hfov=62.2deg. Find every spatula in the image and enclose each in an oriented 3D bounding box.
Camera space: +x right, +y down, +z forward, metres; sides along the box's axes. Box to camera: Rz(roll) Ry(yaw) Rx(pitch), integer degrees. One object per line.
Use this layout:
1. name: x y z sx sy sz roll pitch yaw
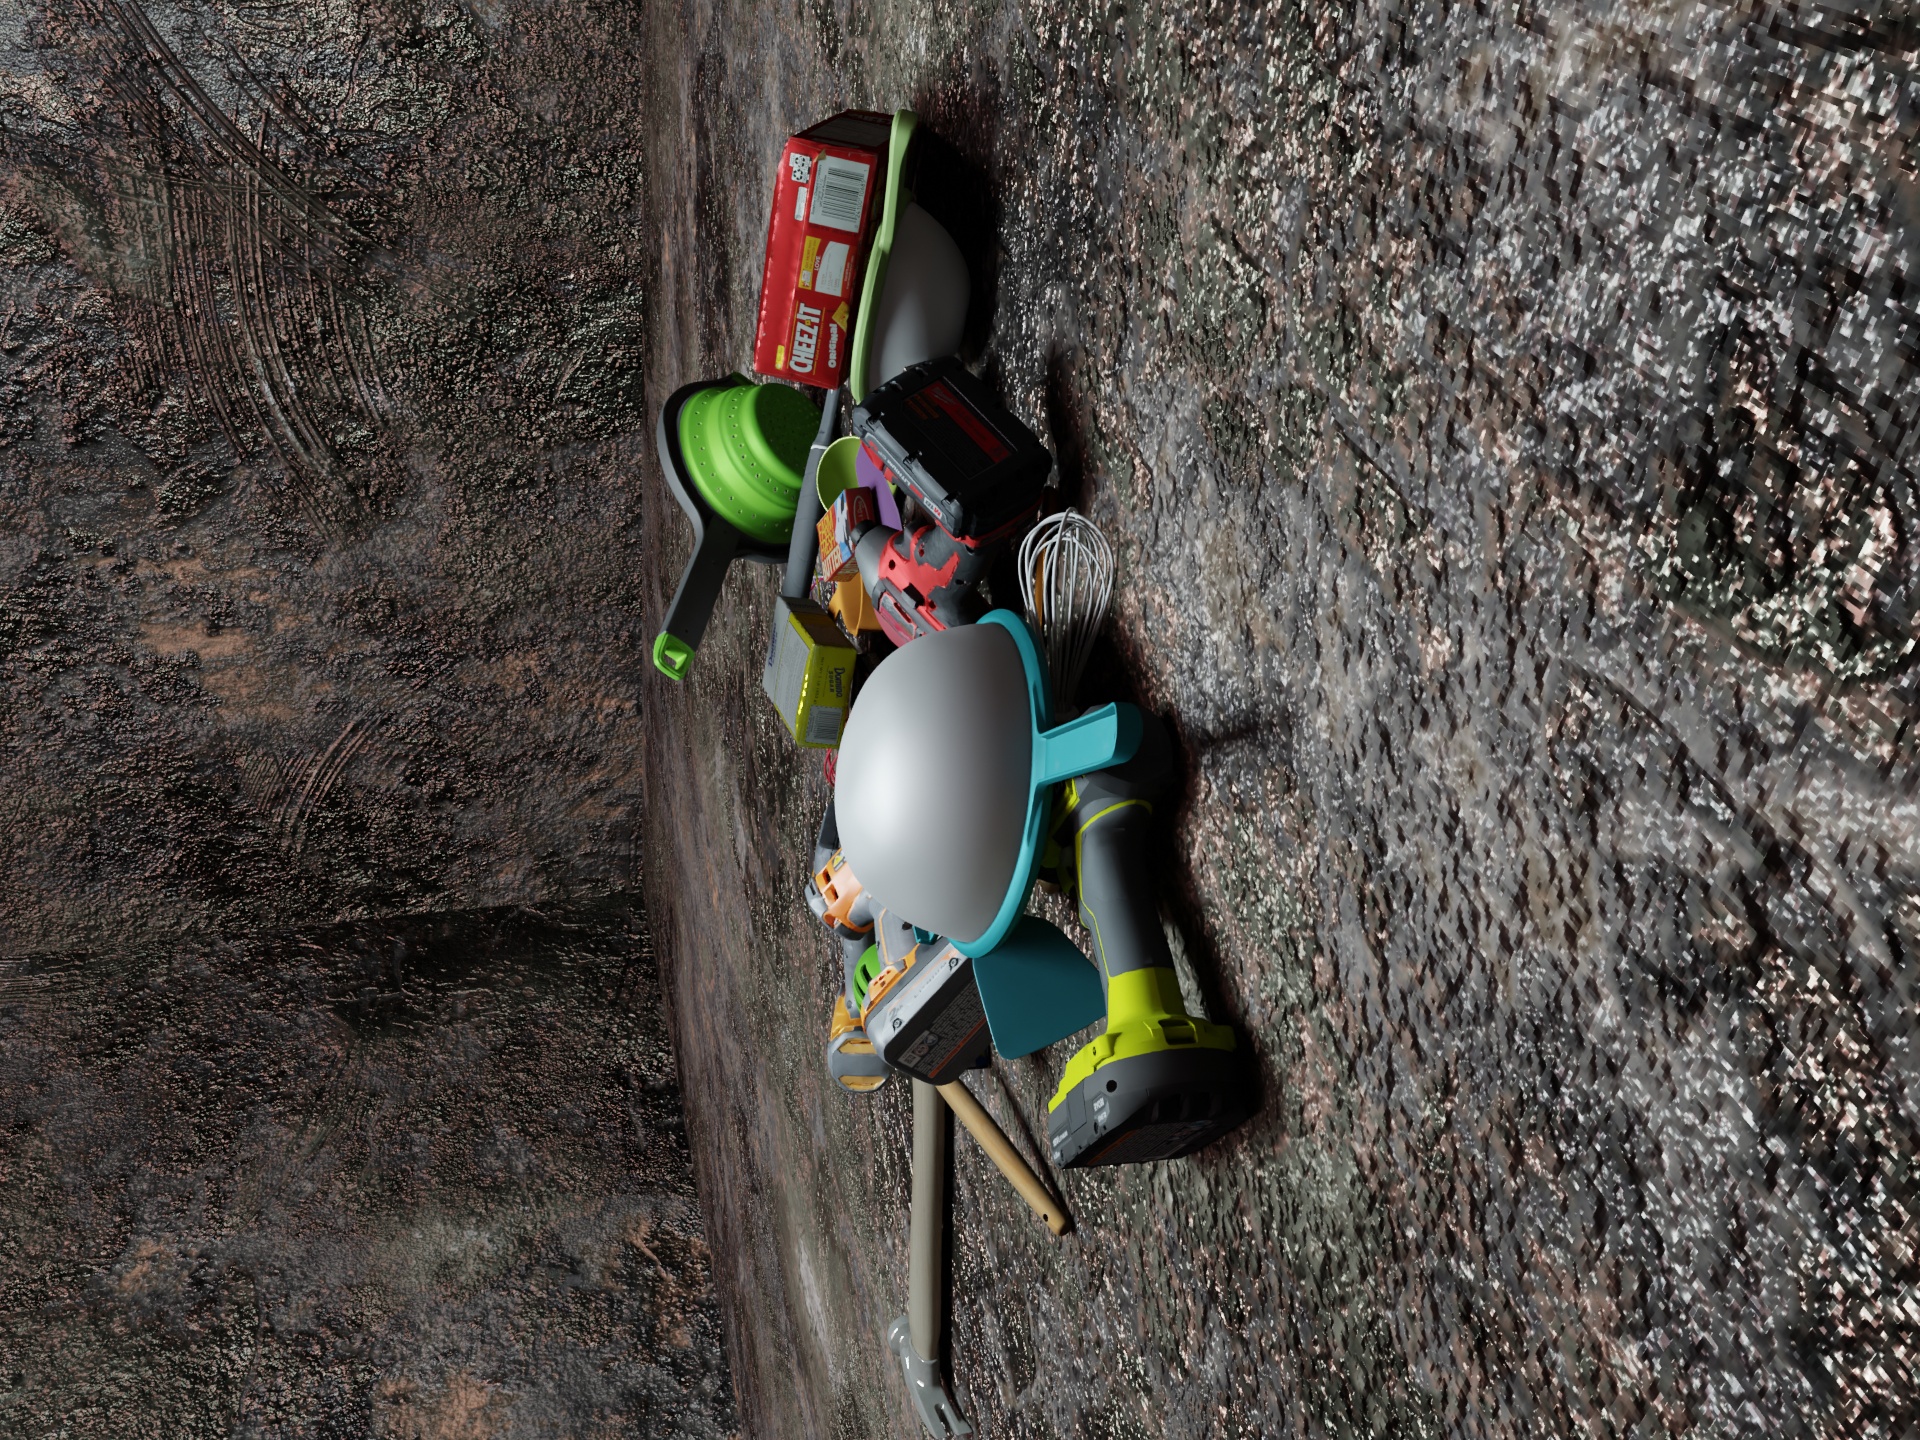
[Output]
1. spatula: -0.002 0.113 1.073 0.318 0.082 0.044 43 154 58
2. spatula: -0.029 -0.082 1.217 0.059 0.018 0.316 116 137 -56

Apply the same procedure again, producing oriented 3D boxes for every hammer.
1. hammer: -0.025 0.406 1.364 0.146 0.038 0.410 -141 50 -66
2. hammer: -0.117 -0.259 1.427 0.149 0.036 0.408 -121 38 -52

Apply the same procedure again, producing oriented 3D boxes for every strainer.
1. strainer: -0.004 0.025 0.891 0.340 0.095 0.211 154 120 -71
2. strainer: -0.023 -0.314 1.082 0.256 0.069 0.152 106 178 -68

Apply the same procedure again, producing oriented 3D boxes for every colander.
1. colander: -0.203 -0.203 1.517 0.094 0.204 0.397 -28 35 38

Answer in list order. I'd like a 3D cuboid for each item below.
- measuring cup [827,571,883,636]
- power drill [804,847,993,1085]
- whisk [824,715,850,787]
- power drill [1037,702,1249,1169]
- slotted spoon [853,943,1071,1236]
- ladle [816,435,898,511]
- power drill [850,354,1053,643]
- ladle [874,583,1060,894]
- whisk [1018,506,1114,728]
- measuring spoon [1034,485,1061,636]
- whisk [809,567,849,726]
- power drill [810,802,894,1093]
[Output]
1. measuring cup: -0.081 -0.110 1.399 0.173 0.052 0.095 139 125 -72
2. power drill: -0.024 0.135 1.162 0.164 0.084 0.227 -48 34 12
3. whisk: -0.056 -0.015 1.335 0.295 0.073 0.073 119 144 -50
4. power drill: 0.082 0.125 0.882 0.171 0.080 0.223 117 149 -58
5. slotted spoon: -0.008 0.270 1.185 0.314 0.031 0.070 43 127 47
6. ladle: -0.046 -0.207 1.252 0.320 0.062 0.078 179 80 -71
7. power drill: -0.018 -0.127 1.051 0.143 0.078 0.219 48 156 18
8. ladle: -0.002 -0.004 1.134 0.069 0.031 0.316 104 146 -49
9. whisk: 0.061 -0.013 0.975 0.059 0.058 0.246 -55 -29 -58
10. measuring spoon: 0.056 -0.096 1.023 0.021 0.011 0.116 -108 17 -57
11. whisk: -0.130 -0.073 1.532 0.047 0.051 0.245 -49 34 27
12. power drill: -0.082 0.186 1.405 0.185 0.084 0.226 -88 -2 -71
